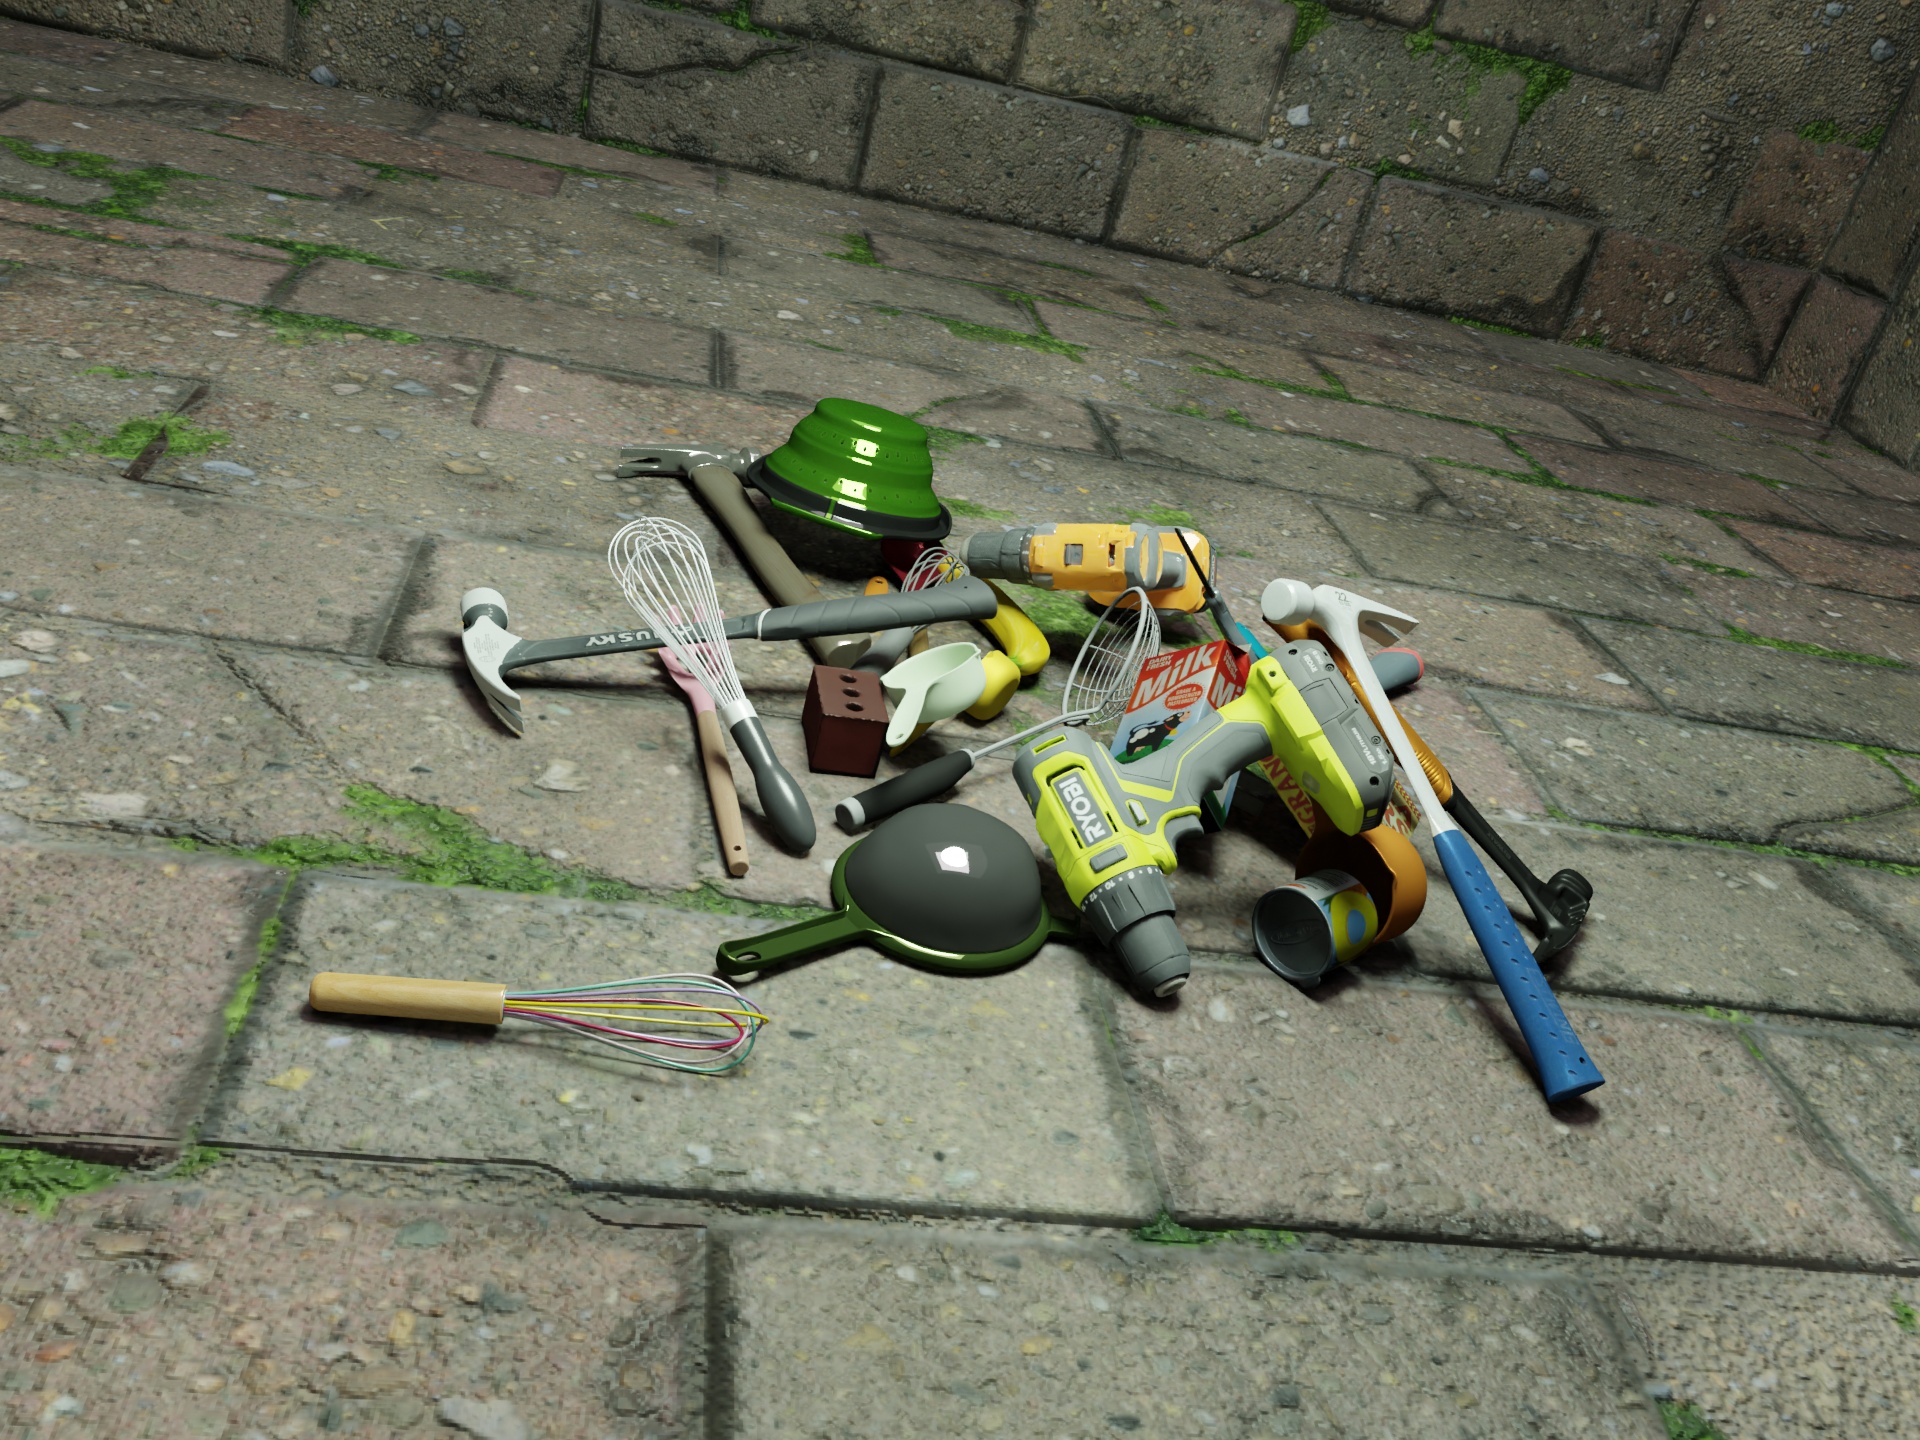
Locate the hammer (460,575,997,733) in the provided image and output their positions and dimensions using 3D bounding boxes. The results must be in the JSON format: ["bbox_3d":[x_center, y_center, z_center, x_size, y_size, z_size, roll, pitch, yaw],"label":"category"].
[{"bbox_3d":[-0.169,-0.069,1.220,0.409,0.036,0.149,-8,39,-16],"label":"hammer"}]

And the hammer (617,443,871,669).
[{"bbox_3d":[-0.192,-0.159,1.462,0.146,0.038,0.411,-4,33,-28],"label":"hammer"}]

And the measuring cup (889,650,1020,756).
[{"bbox_3d":[-0.002,-0.004,1.268,0.029,0.062,0.156,35,44,15],"label":"measuring cup"}]

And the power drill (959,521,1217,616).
[{"bbox_3d":[0.122,-0.143,1.465,0.185,0.084,0.226,4,2,29],"label":"power drill"}]

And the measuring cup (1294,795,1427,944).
[{"bbox_3d":[0.281,0.076,1.144,0.052,0.095,0.174,-4,77,-37],"label":"measuring cup"}]

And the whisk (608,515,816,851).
[{"bbox_3d":[-0.169,-0.030,1.125,0.070,0.070,0.285,-13,66,-41],"label":"whisk"}]

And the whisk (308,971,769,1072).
[{"bbox_3d":[-0.228,0.159,0.873,0.245,0.051,0.047,6,8,-8],"label":"whisk"}]

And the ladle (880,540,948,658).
[{"bbox_3d":[-0.038,-0.095,1.429,0.069,0.031,0.316,14,30,-12],"label":"ladle"}]

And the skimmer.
[{"bbox_3d":[0.030,-0.011,1.240,0.363,0.127,0.090,-23,74,-40],"label":"skimmer"}]

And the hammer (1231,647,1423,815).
[{"bbox_3d":[0.319,-0.006,1.427,0.386,0.038,0.143,-15,42,-43],"label":"hammer"}]

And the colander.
[{"bbox_3d":[-0.084,-0.274,1.603,0.204,0.094,0.397,19,19,2],"label":"colander"}]

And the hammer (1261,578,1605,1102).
[{"bbox_3d":[0.343,0.071,1.124,0.144,0.035,0.406,5,54,-38],"label":"hammer"}]

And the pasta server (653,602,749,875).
[{"bbox_3d":[-0.183,0.006,1.165,0.060,0.040,0.317,-6,34,-13],"label":"pasta server"}]

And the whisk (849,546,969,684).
[{"bbox_3d":[-0.052,-0.075,1.334,0.055,0.055,0.239,21,42,12],"label":"whisk"}]

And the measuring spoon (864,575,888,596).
[{"bbox_3d":[-0.079,-0.110,1.451,0.021,0.011,0.117,13,28,-3],"label":"measuring spoon"}]

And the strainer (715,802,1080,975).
[{"bbox_3d":[-0.045,0.104,1.020,0.256,0.069,0.152,-12,38,-43],"label":"strainer"}]

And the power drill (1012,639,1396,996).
[{"bbox_3d":[0.170,0.062,1.069,0.228,0.080,0.191,-26,64,-2],"label":"power drill"}]

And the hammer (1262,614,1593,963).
[{"bbox_3d":[0.350,0.037,1.219,0.337,0.034,0.127,50,37,7],"label":"hammer"}]

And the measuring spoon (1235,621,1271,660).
[{"bbox_3d":[0.297,-0.073,1.545,0.042,0.021,0.129,22,22,-24],"label":"measuring spoon"}]

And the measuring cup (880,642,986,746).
[{"bbox_3d":[-0.025,-0.007,1.169,0.083,0.038,0.168,-15,22,18],"label":"measuring cup"}]
